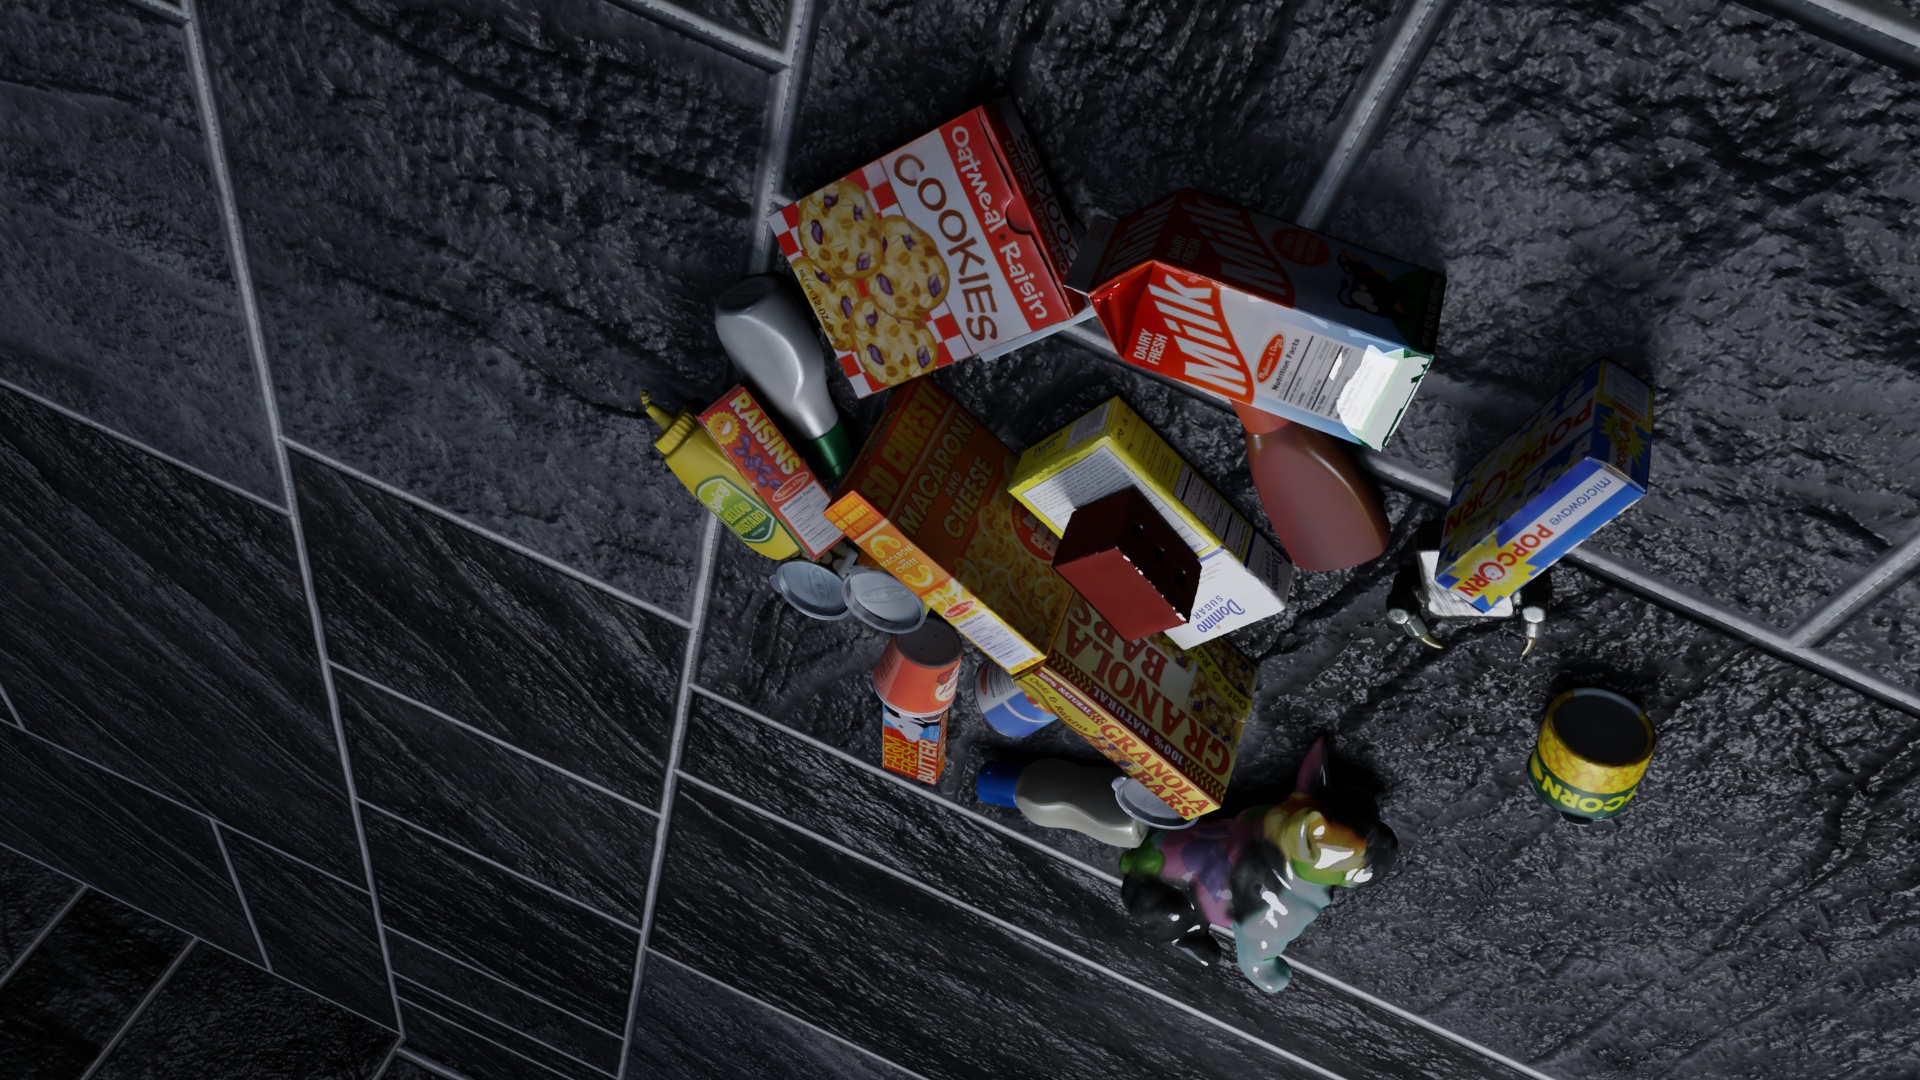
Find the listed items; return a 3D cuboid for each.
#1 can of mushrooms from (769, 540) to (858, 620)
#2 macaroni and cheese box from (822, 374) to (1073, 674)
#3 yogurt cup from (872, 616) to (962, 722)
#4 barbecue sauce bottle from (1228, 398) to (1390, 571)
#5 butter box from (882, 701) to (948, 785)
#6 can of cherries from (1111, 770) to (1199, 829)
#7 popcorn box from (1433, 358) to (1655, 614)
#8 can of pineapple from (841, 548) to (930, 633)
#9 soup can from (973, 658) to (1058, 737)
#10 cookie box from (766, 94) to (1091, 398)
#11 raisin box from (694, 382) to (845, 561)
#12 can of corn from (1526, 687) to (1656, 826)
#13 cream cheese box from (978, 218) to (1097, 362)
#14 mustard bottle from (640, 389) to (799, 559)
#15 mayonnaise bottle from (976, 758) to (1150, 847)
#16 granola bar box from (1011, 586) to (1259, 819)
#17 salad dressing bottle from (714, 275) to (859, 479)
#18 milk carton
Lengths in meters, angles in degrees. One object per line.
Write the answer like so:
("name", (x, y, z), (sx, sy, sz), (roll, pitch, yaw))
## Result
("can of mushrooms", (-0.110, 0.027, 1.080), (0.071, 0.034, 0.070), (15, 139, 13))
("macaroni and cheese box", (0.003, -0.011, 0.908), (0.166, 0.124, 0.040), (41, 136, -16))
("yogurt cup", (-0.031, 0.097, 1.090), (0.072, 0.073, 0.053), (23, 132, 4))
("barbecue sauce bottle", (0.201, -0.048, 0.829), (0.064, 0.044, 0.148), (-12, 126, 36))
("butter box", (-0.040, 0.167, 1.199), (0.053, 0.024, 0.103), (17, 139, 12))
("can of cherries", (0.158, 0.181, 1.083), (0.071, 0.059, 0.071), (15, 140, 13))
("popcorn box", (0.316, -0.028, 0.756), (0.038, 0.085, 0.126), (31, 140, -3))
("can of pineapple", (-0.047, 0.024, 1.024), (0.071, 0.058, 0.070), (14, 138, 13))
("soup can", (0.062, 0.105, 1.048), (0.071, 0.072, 0.083), (38, 138, -13))
("cookie box", (-0.018, -0.163, 0.797), (0.167, 0.040, 0.122), (-15, 108, 39))
("raisin box", (-0.128, -0.048, 0.950), (0.123, 0.040, 0.086), (52, 174, -11))
("can of corn", (0.407, 0.139, 0.898), (0.071, 0.071, 0.058), (12, 137, 16))
("cream cheese box", (0.040, -0.147, 0.823), (0.103, 0.024, 0.053), (-18, 124, 39))
("mustard bottle", (-0.174, -0.052, 1.016), (0.160, 0.049, 0.065), (41, 136, -17))
("mayonnaise bottle", (0.086, 0.212, 1.153), (0.148, 0.065, 0.041), (6, 133, 28))
("granola bar box", (0.125, 0.093, 0.955), (0.165, 0.125, 0.039), (39, 139, -15))
("salad dressing bottle", (-0.113, -0.106, 0.932), (0.064, 0.044, 0.147), (4, 137, 32))
("milk carton", (0.154, -0.126, 0.748), (0.191, 0.073, 0.073), (20, 139, 6))
